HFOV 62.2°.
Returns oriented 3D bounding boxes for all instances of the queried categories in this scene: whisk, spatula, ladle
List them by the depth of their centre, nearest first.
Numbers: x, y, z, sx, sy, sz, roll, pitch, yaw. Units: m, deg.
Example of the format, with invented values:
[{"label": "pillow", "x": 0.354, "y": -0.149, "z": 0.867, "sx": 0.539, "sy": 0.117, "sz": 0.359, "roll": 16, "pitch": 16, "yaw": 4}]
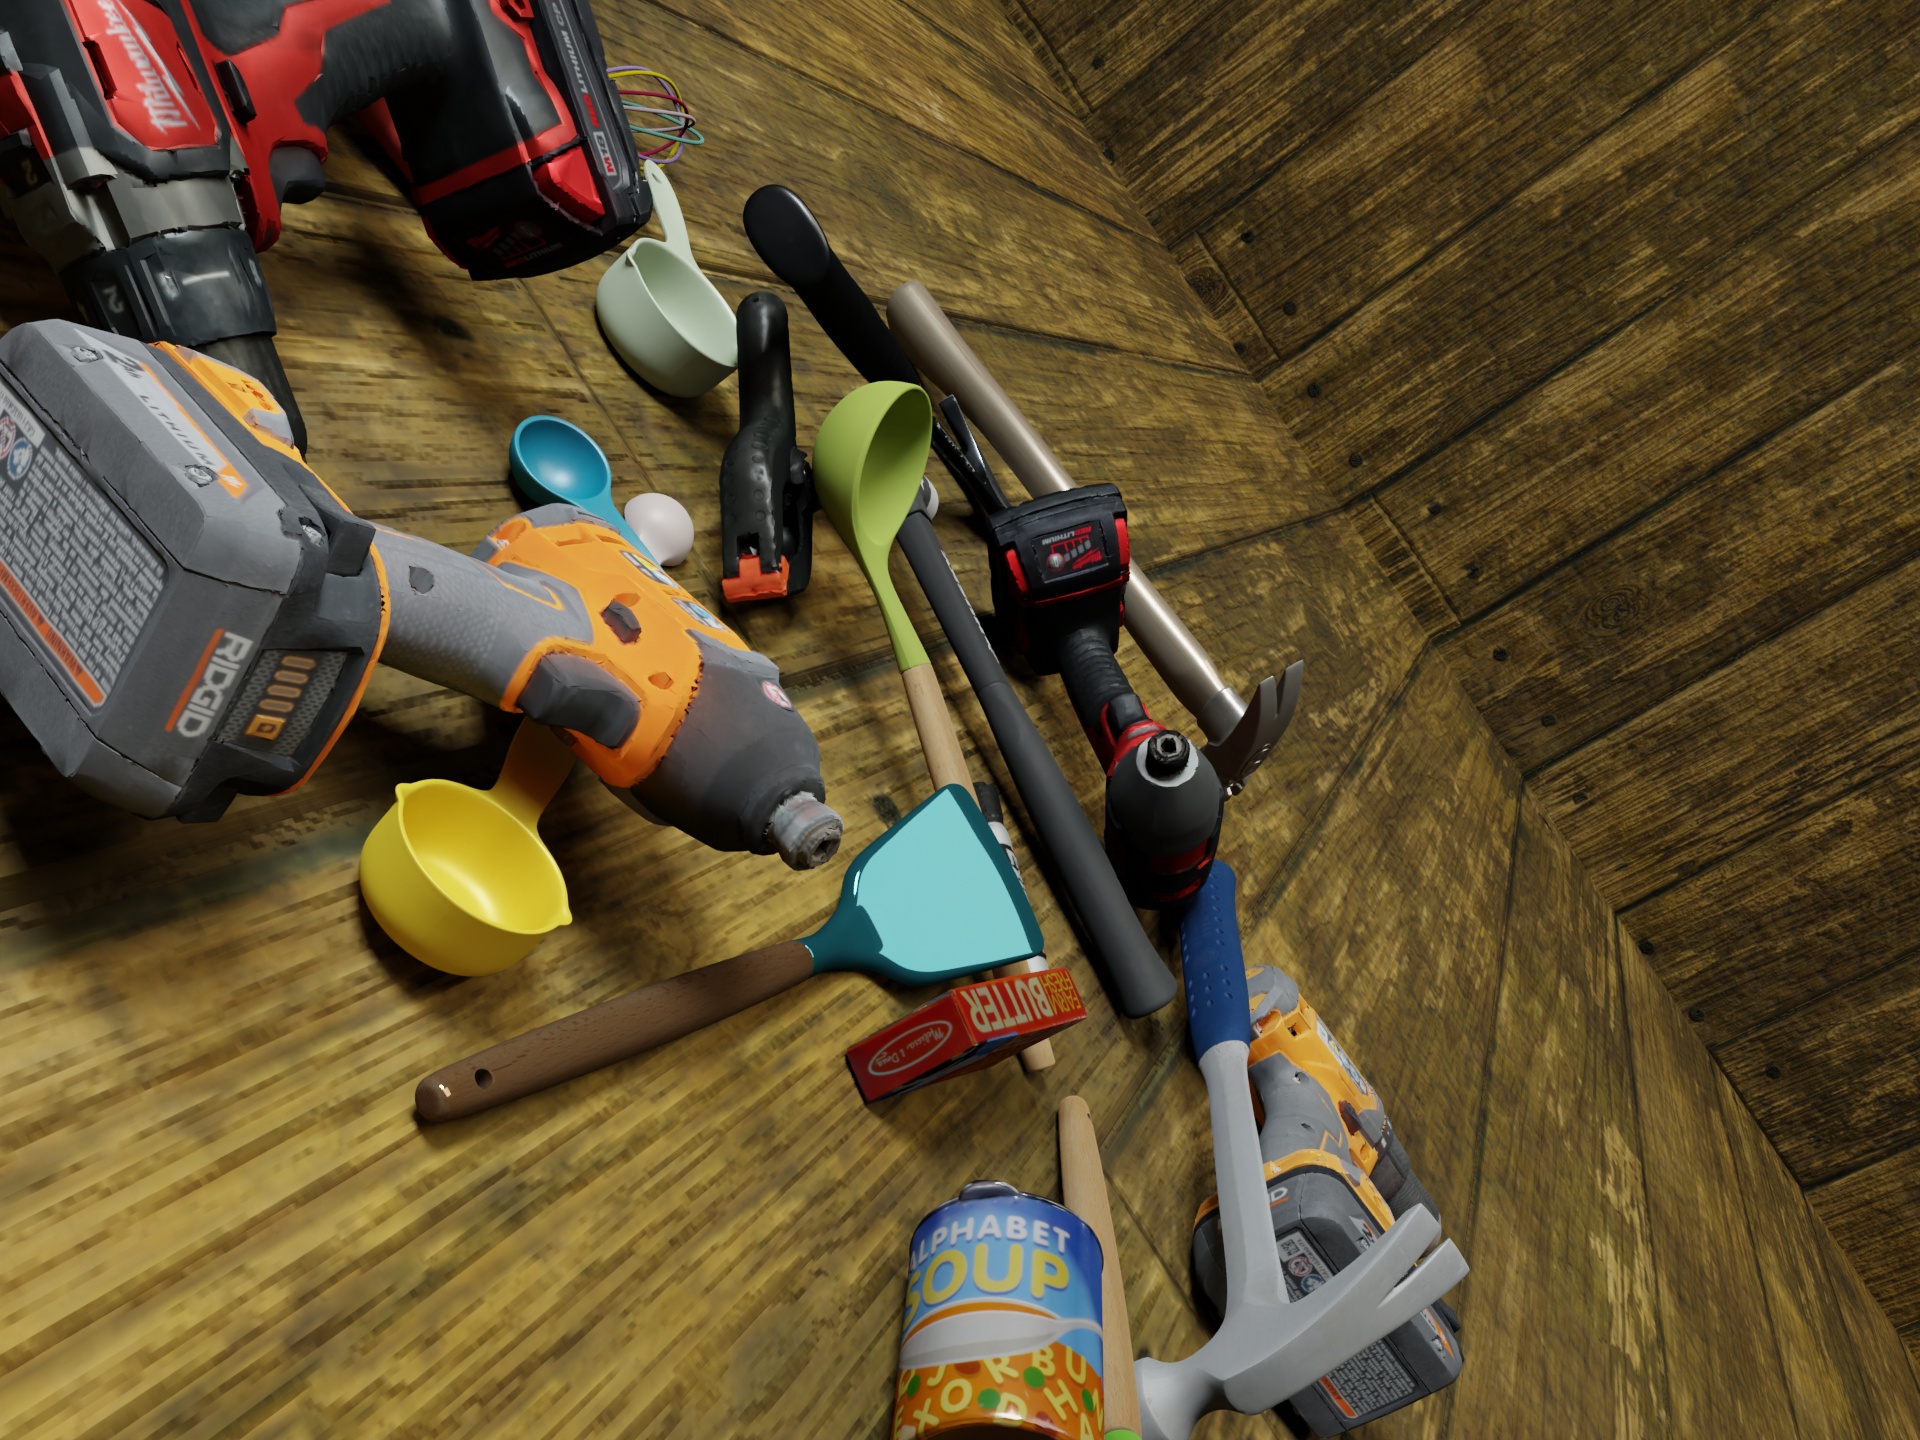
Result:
[{"label": "spatula", "x": -0.063, "y": 0.083, "z": 0.551, "sx": 0.082, "sy": 0.044, "sz": 0.317, "roll": 63, "pitch": 24, "yaw": 8}, {"label": "ladle", "x": -0.001, "y": -0.002, "z": 0.717, "sx": 0.078, "sy": 0.062, "sz": 0.320, "roll": 19, "pitch": 53, "yaw": -73}, {"label": "whisk", "x": -0.205, "y": -0.313, "z": 0.819, "sx": 0.051, "sy": 0.047, "sz": 0.245, "roll": 45, "pitch": 26, "yaw": 5}]

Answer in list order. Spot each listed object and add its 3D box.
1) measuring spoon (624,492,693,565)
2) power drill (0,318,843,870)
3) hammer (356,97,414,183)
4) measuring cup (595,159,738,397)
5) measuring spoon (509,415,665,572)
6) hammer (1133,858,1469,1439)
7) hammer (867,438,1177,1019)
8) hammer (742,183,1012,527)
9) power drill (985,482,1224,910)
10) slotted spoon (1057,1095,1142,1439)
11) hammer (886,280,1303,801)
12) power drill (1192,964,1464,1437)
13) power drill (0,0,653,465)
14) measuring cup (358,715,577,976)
[{"label": "measuring spoon", "x": -0.128, "y": -0.059, "z": 0.649, "sx": 0.034, "sy": 0.018, "sz": 0.124, "roll": 44, "pitch": 26, "yaw": -26}, {"label": "power drill", "x": -0.136, "y": -0.017, "z": 0.441, "sx": 0.164, "sy": 0.084, "sz": 0.226, "roll": 39, "pitch": 12, "yaw": 29}, {"label": "hammer", "x": -0.325, "y": -0.349, "z": 0.629, "sx": 0.359, "sy": 0.036, "sz": 0.149, "roll": 48, "pitch": 24, "yaw": -16}, {"label": "measuring cup", "x": -0.154, "y": -0.227, "z": 0.804, "sx": 0.083, "sy": 0.038, "sz": 0.168, "roll": 32, "pitch": 30, "yaw": -44}, {"label": "measuring spoon", "x": -0.137, "y": -0.062, "z": 0.627, "sx": 0.128, "sy": 0.021, "sz": 0.042, "roll": 55, "pitch": 36, "yaw": 3}, {"label": "hammer", "x": 0.130, "y": 0.163, "z": 0.749, "sx": 0.035, "sy": 0.144, "sz": 0.406, "roll": 54, "pitch": 16, "yaw": -14}, {"label": "hammer", "x": 0.023, "y": -0.002, "z": 0.824, "sx": 0.335, "sy": 0.035, "sz": 0.146, "roll": 64, "pitch": 7, "yaw": 11}, {"label": "hammer", "x": -0.027, "y": -0.178, "z": 0.870, "sx": 0.149, "sy": 0.036, "sz": 0.408, "roll": 59, "pitch": 7, "yaw": 17}, {"label": "power drill", "x": 0.083, "y": -0.017, "z": 0.878, "sx": 0.143, "sy": 0.078, "sz": 0.220, "roll": 82, "pitch": -10, "yaw": -59}, {"label": "slotted spoon", "x": 0.053, "y": 0.233, "z": 0.553, "sx": 0.314, "sy": 0.031, "sz": 0.070, "roll": -93, "pitch": 161, "yaw": -66}, {"label": "hammer", "x": 0.072, "y": -0.140, "z": 1.027, "sx": 0.411, "sy": 0.038, "sz": 0.146, "roll": 55, "pitch": -21, "yaw": 19}, {"label": "power drill", "x": 0.188, "y": 0.245, "z": 0.792, "sx": 0.185, "sy": 0.084, "sz": 0.226, "roll": 53, "pitch": 18, "yaw": -10}, {"label": "power drill", "x": -0.202, "y": -0.175, "z": 0.521, "sx": 0.227, "sy": 0.080, "sz": 0.187, "roll": -39, "pitch": 115, "yaw": -57}, {"label": "measuring cup", "x": -0.145, "y": 0.029, "z": 0.498, "sx": 0.062, "sy": 0.029, "sz": 0.157, "roll": 42, "pitch": 13, "yaw": -16}]
